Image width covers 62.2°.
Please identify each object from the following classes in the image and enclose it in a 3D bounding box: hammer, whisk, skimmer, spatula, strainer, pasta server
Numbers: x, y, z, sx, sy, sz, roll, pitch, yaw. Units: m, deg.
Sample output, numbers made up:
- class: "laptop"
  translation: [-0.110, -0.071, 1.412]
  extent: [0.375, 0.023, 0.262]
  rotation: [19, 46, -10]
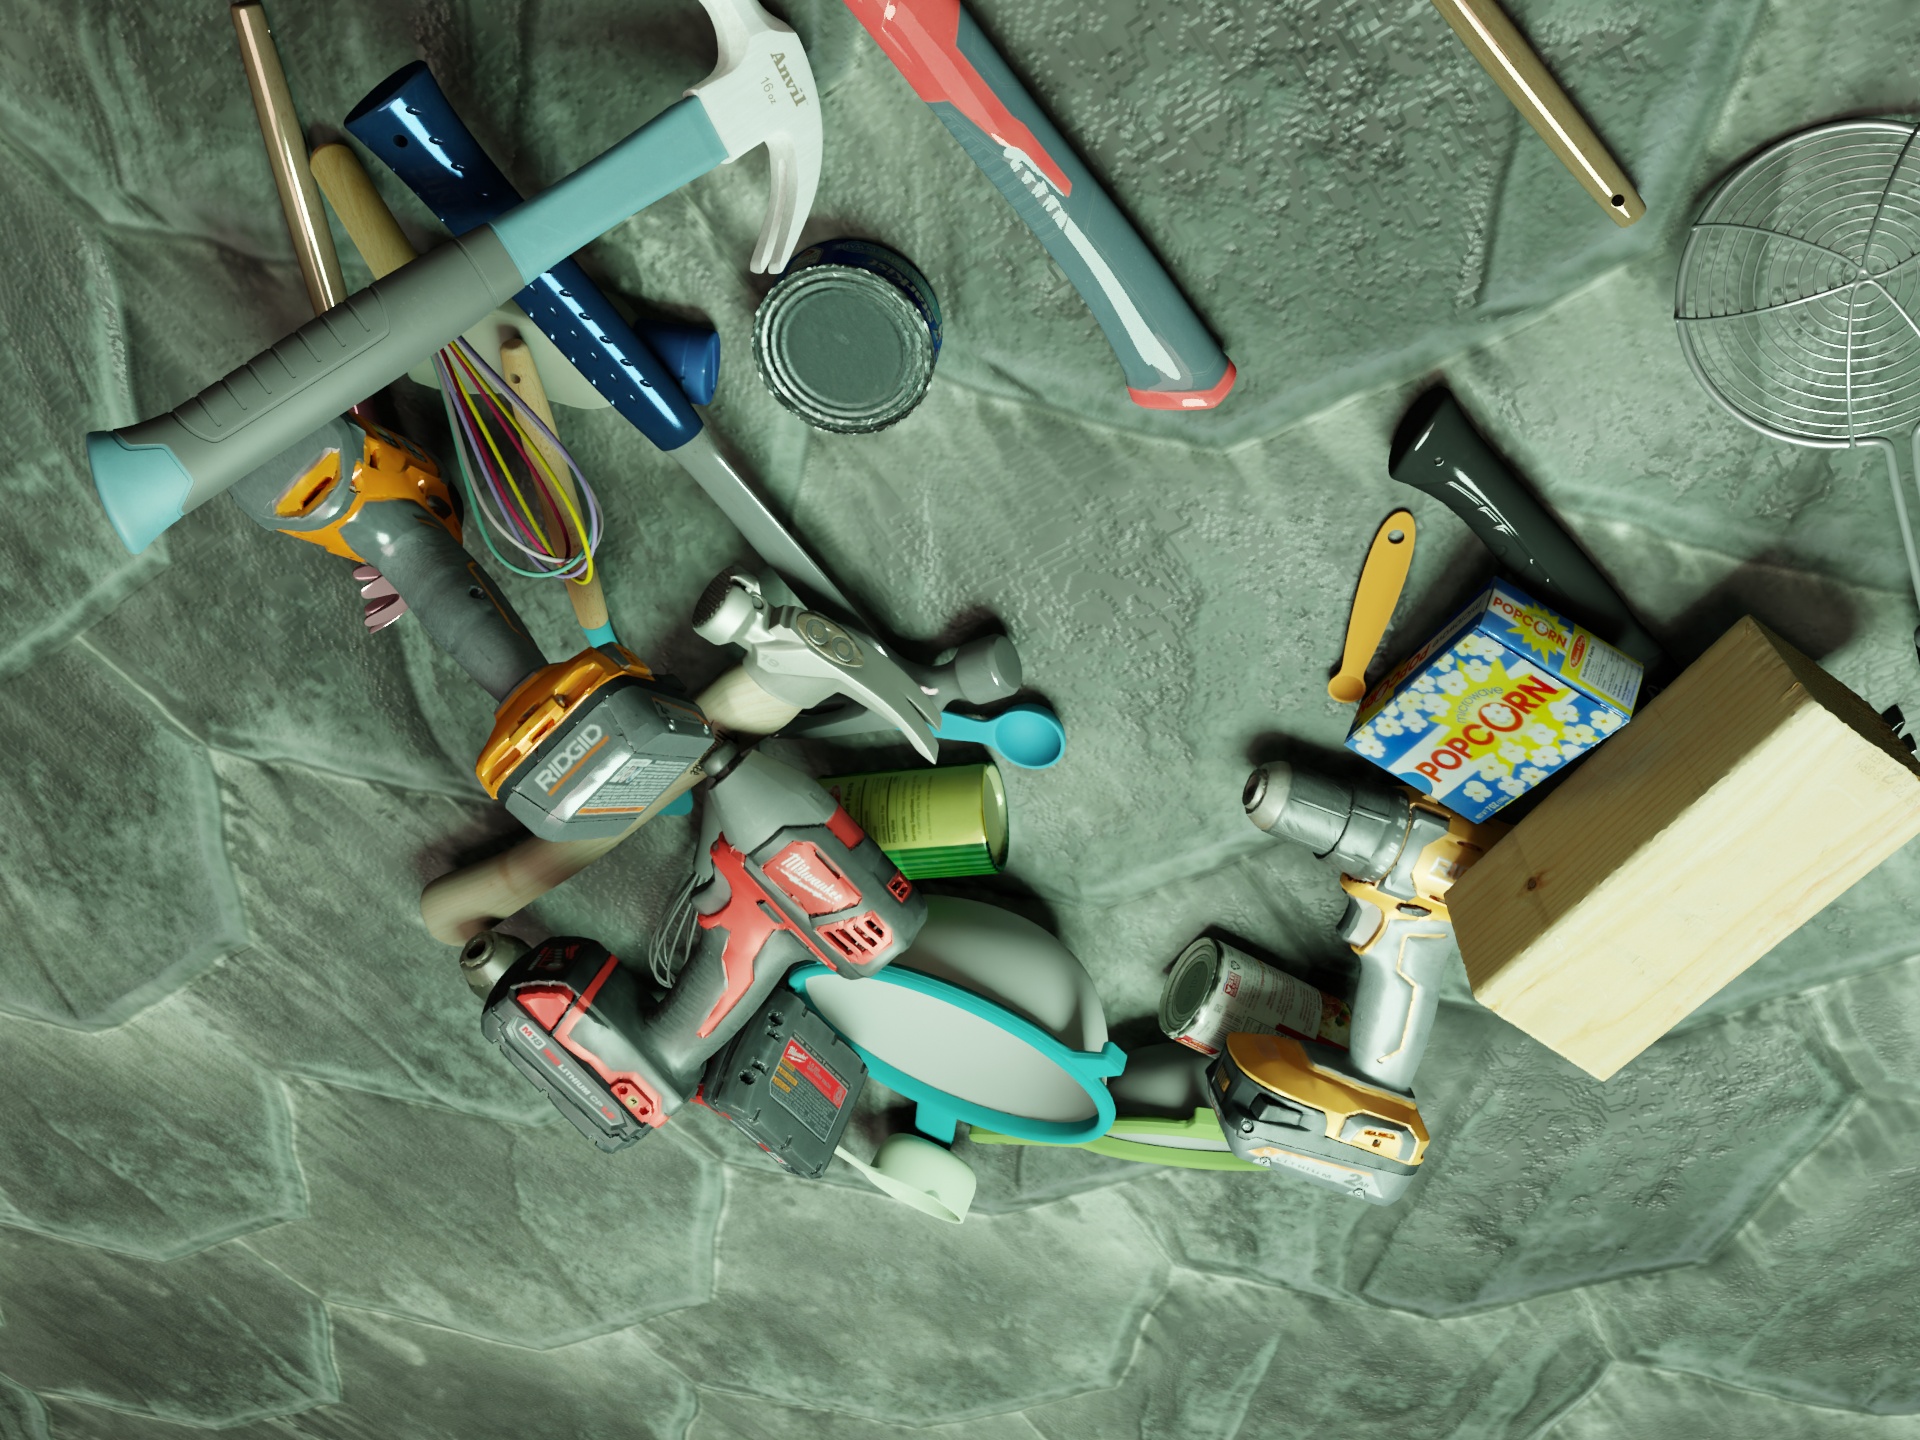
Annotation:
- class: "hammer"
  translation: [0.004, -0.277, 0.634]
  extent: [0.143, 0.038, 0.386]
  rotation: [-39, 119, 15]
- class: "whisk"
  translation: [-0.226, -0.158, 0.703]
  extent: [0.051, 0.047, 0.245]
  rotation: [-34, 77, 0]
- class: "skimmer"
  translation: [0.426, -0.098, 0.722]
  extent: [0.127, 0.090, 0.362]
  rotation: [-23, 133, 23]
- class: "whisk"
  translation: [-0.153, 0.086, 0.978]
  extent: [0.055, 0.055, 0.238]
  rotation: [16, 126, -3]
- class: "hammer"
  translation: [-0.130, -0.124, 0.752]
  extent: [0.144, 0.035, 0.405]
  rotation: [-17, 134, 27]
- class: "hammer"
  translation: [0.328, -0.043, 0.784]
  extent: [0.334, 0.035, 0.146]
  rotation: [40, 126, -22]
- class: "spatula"
  translation: [0.168, -0.304, 0.602]
  extent: [0.315, 0.018, 0.059]
  rotation: [41, 124, -21]
- class: "hammer"
  translation: [-0.188, 0.053, 0.915]
  extent: [0.146, 0.038, 0.410]
  rotation: [34, 135, -27]
- class: "strainer"
  translation: [0.004, 0.198, 1.023]
  extent: [0.211, 0.095, 0.340]
  rotation: [21, 152, 8]
- class: "pasta server"
  translation: [-0.311, -0.183, 0.781]
  extent: [0.040, 0.060, 0.316]
  rotation: [-16, 130, -18]
- class: "spatula"
  translation: [-0.200, -0.063, 0.840]
  extent: [0.082, 0.044, 0.317]
  rotation: [6, 141, 8]
- class: "strainer"
  translation: [0.108, 0.255, 1.066]
  extent: [0.256, 0.069, 0.151]
  rotation: [-11, 152, 41]
- class: "hammer"
  translation: [-0.191, -0.177, 0.624]
  extent: [0.331, 0.033, 0.128]
  rotation: [-39, 120, -16]

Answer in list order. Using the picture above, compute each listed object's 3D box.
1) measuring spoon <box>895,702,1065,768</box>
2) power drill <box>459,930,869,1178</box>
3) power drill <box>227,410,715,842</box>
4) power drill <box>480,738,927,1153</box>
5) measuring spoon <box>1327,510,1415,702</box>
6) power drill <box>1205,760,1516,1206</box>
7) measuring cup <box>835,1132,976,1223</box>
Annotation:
- class: "measuring spoon"
  translation: [-0.001, -0.003, 0.895]
  extent: [0.128, 0.021, 0.042]
  rotation: [11, 132, 13]
- class: "power drill"
  translation: [-0.192, 0.200, 0.996]
  extent: [0.227, 0.080, 0.187]
  rotation: [3, 145, 34]
- class: "power drill"
  translation: [-0.223, -0.049, 0.748]
  extent: [0.084, 0.164, 0.226]
  rotation: [-44, 84, 2]
- class: "power drill"
  translation: [-0.140, 0.116, 0.844]
  extent: [0.219, 0.078, 0.143]
  rotation: [-39, 100, 15]
- class: "measuring spoon"
  translation: [0.210, -0.058, 0.811]
  extent: [0.021, 0.011, 0.116]
  rotation: [12, 127, 4]
- class: "power drill"
  translation: [0.213, 0.139, 0.889]
  extent: [0.185, 0.084, 0.226]
  rotation: [20, 103, -8]
- class: "measuring cup"
  translation: [-0.062, 0.296, 1.115]
  extent: [0.167, 0.038, 0.083]
  rotation: [34, 155, -8]
